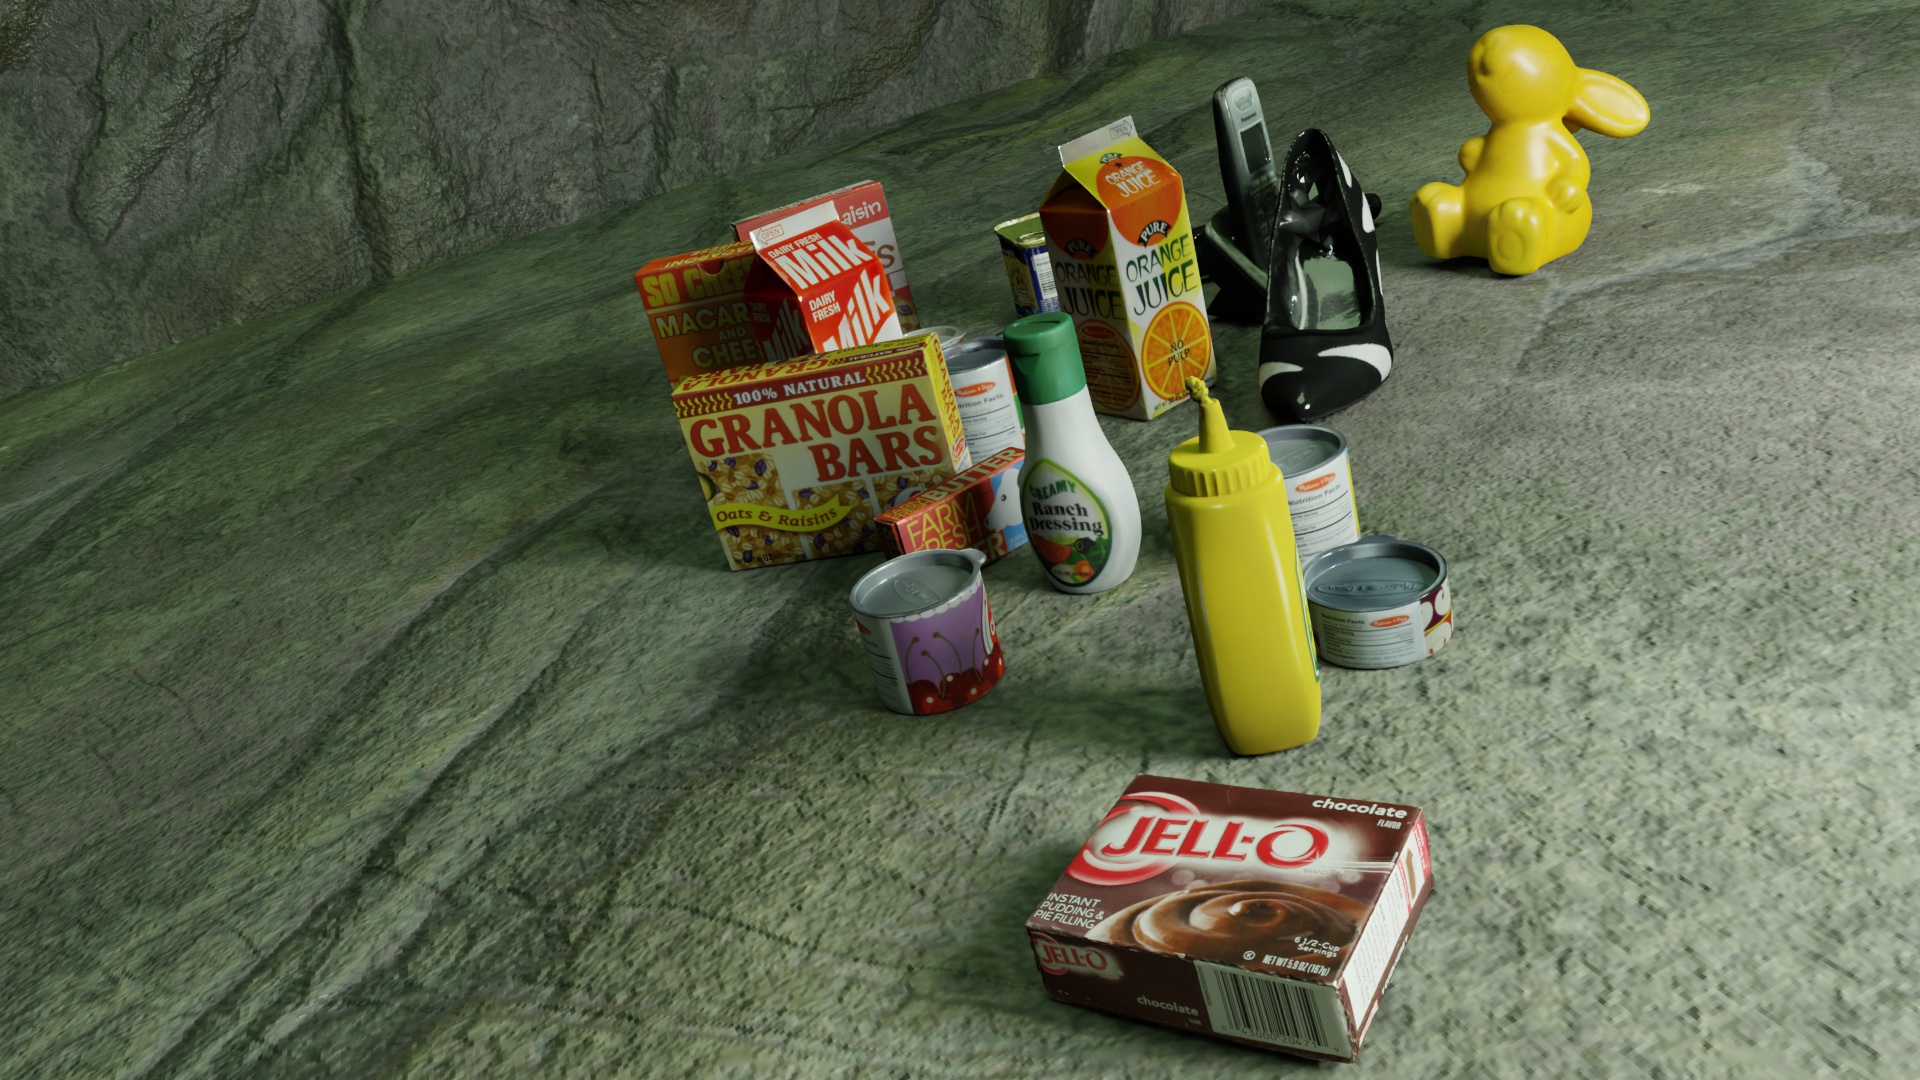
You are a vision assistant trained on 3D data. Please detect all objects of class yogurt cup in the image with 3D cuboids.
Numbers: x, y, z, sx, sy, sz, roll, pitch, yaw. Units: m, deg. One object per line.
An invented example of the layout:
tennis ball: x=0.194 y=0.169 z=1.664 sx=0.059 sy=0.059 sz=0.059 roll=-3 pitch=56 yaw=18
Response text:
yogurt cup: x=-0.026 y=-0.132 z=1.088 sx=0.072 sy=0.053 sz=0.073 roll=-13 pitch=24 yaw=6

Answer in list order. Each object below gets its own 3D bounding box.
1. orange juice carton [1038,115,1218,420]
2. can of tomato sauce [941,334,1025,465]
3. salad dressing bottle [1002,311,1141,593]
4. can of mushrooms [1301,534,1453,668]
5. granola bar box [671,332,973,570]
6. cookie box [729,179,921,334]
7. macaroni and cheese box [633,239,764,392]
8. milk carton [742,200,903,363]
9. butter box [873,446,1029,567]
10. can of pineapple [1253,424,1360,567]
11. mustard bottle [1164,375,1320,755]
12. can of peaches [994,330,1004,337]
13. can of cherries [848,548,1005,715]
orange juice carton: x=0.112 y=-0.186 z=0.952 sx=0.072 sy=0.192 sz=0.073 roll=-29 pitch=27 yaw=-29
can of tomato sauce: x=0.014 y=-0.086 z=0.927 sx=0.071 sy=0.082 sz=0.071 roll=-13 pitch=24 yaw=6
salad dressing bottle: x=0.056 y=-0.045 z=0.731 sx=0.064 sy=0.147 sz=0.044 roll=3 pitch=29 yaw=36
can of mushrooms: x=0.190 y=0.027 z=0.633 sx=0.071 sy=0.033 sz=0.071 roll=-13 pitch=24 yaw=6
granola bar box: x=-0.081 y=-0.052 z=0.858 sx=0.165 sy=0.123 sz=0.039 roll=-8 pitch=24 yaw=16
cookie box: x=-0.103 y=-0.195 z=1.133 sx=0.123 sy=0.166 sz=0.040 roll=-21 pitch=24 yaw=-14
macaroni and cheese box: x=-0.155 y=-0.135 z=1.032 sx=0.123 sy=0.165 sz=0.040 roll=-9 pitch=24 yaw=14
milk carton: x=-0.087 y=-0.130 z=0.950 sx=0.072 sy=0.189 sz=0.073 roll=-31 pitch=28 yaw=-32
butter box: x=0.003 y=-0.010 z=0.803 sx=0.104 sy=0.053 sz=0.024 roll=-29 pitch=27 yaw=-28
can of pineapple: x=0.170 y=-0.022 z=0.723 sx=0.071 sy=0.057 sz=0.071 roll=-13 pitch=24 yaw=6
mustard bottle: x=0.113 y=0.008 z=0.564 sx=0.049 sy=0.159 sz=0.065 roll=-12 pitch=24 yaw=9
can of peaches: x=0.052 y=-0.122 z=1.015 sx=0.071 sy=0.057 sz=0.071 roll=-13 pitch=24 yaw=6
can of cherries: x=-0.013 y=0.044 z=0.687 sx=0.071 sy=0.058 sz=0.072 roll=-13 pitch=24 yaw=6
